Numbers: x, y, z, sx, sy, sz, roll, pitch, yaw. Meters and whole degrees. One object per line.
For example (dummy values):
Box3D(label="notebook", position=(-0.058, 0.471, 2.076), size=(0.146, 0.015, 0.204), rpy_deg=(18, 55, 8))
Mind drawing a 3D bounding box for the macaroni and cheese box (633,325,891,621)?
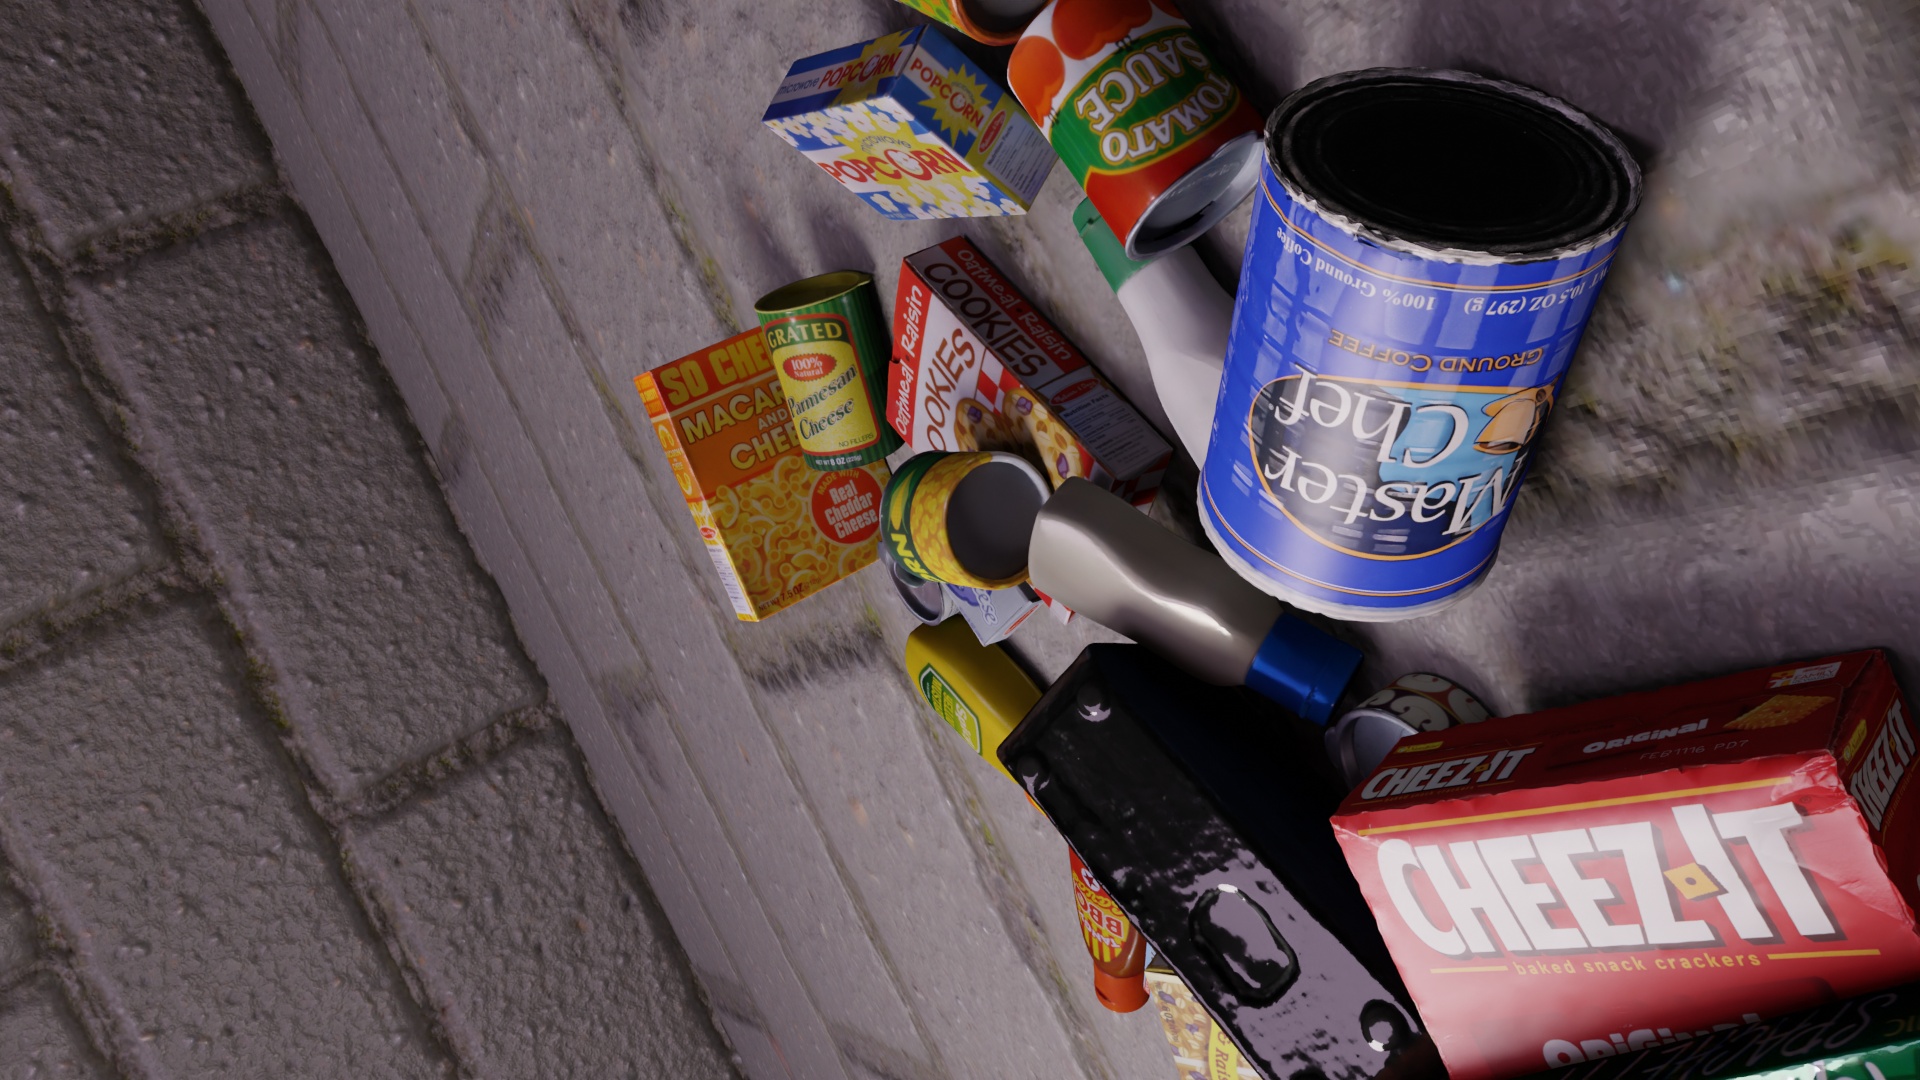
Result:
Box3D(label="macaroni and cheese box", position=(-0.116, -0.050, 0.880), size=(0.040, 0.124, 0.166), rpy_deg=(-4, 111, 61))

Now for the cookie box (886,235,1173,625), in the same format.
Box3D(label="cookie box", position=(0.026, -0.056, 0.708), size=(0.168, 0.040, 0.122), rpy_deg=(50, 152, 25))

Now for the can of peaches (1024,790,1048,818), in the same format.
Box3D(label="can of peaches", position=(0.077, 0.138, 0.768), size=(0.058, 0.071, 0.071), rpy_deg=(35, 143, 44))

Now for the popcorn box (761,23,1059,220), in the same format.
Box3D(label="popcorn box", position=(-0.025, -0.185, 0.631), size=(0.085, 0.038, 0.127), rpy_deg=(33, 171, -33))

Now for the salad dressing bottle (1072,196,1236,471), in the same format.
Box3D(label="salad dressing bottle", position=(0.096, -0.077, 0.554), size=(0.148, 0.044, 0.064), rpy_deg=(60, 156, 8))

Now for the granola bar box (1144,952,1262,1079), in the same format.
Box3D(label="granola bar box", position=(0.175, 0.277, 0.699), size=(0.124, 0.039, 0.165), rpy_deg=(-7, 111, 36))

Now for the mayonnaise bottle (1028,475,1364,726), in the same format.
Box3D(label="mayonnaise bottle", position=(0.100, 0.029, 0.605), size=(0.148, 0.041, 0.064), rpy_deg=(29, 148, 20))

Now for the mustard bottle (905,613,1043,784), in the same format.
Box3D(label="mustard bottle", position=(0.027, 0.109, 0.854), size=(0.161, 0.049, 0.065), rpy_deg=(42, 151, 37))

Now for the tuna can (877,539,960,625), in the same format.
Box3D(label="tuna can", position=(-0.019, 0.016, 0.870), size=(0.071, 0.033, 0.070), rpy_deg=(43, 148, 35))

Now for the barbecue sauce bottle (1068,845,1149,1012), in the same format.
Box3D(label="barbecue sauce bottle", position=(0.097, 0.229, 0.846), size=(0.065, 0.044, 0.147), rpy_deg=(35, 144, 42))

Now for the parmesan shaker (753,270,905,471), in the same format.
Box3D(label="parmesan shaker", position=(-0.072, -0.100, 0.822), size=(0.071, 0.071, 0.102), rpy_deg=(21, 133, 54))

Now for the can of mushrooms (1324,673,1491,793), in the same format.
Box3D(label="can of mushrooms", position=(0.185, 0.088, 0.560), size=(0.071, 0.033, 0.070), rpy_deg=(43, 149, 34))

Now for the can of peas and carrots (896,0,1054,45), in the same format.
Box3D(label="can of peas and carrots", position=(0.005, -0.233, 0.546), size=(0.059, 0.071, 0.070), rpy_deg=(41, 147, 37))

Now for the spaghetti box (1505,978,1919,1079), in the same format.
Box3D(label="spaghetti box", position=(0.208, 0.173, 0.399), size=(0.050, 0.029, 0.248), rpy_deg=(54, 137, 7))

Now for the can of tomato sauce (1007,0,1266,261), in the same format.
Box3D(label="can of tomato sauce", position=(0.066, -0.156, 0.506), size=(0.083, 0.071, 0.071), rpy_deg=(57, 154, 12))

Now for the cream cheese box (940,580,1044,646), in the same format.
Box3D(label="cream cheese box", position=(0.005, 0.005, 0.809), size=(0.104, 0.024, 0.053), rpy_deg=(56, 135, 14))

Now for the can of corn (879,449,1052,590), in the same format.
Box3D(label="can of corn", position=(0.002, -0.008, 0.669), size=(0.058, 0.071, 0.071), rpy_deg=(5, 119, 58))

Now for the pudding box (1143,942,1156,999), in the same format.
Box3D(label="pudding box", position=(0.129, 0.224, 0.774), size=(0.030, 0.050, 0.083), rpy_deg=(39, 146, 37))
